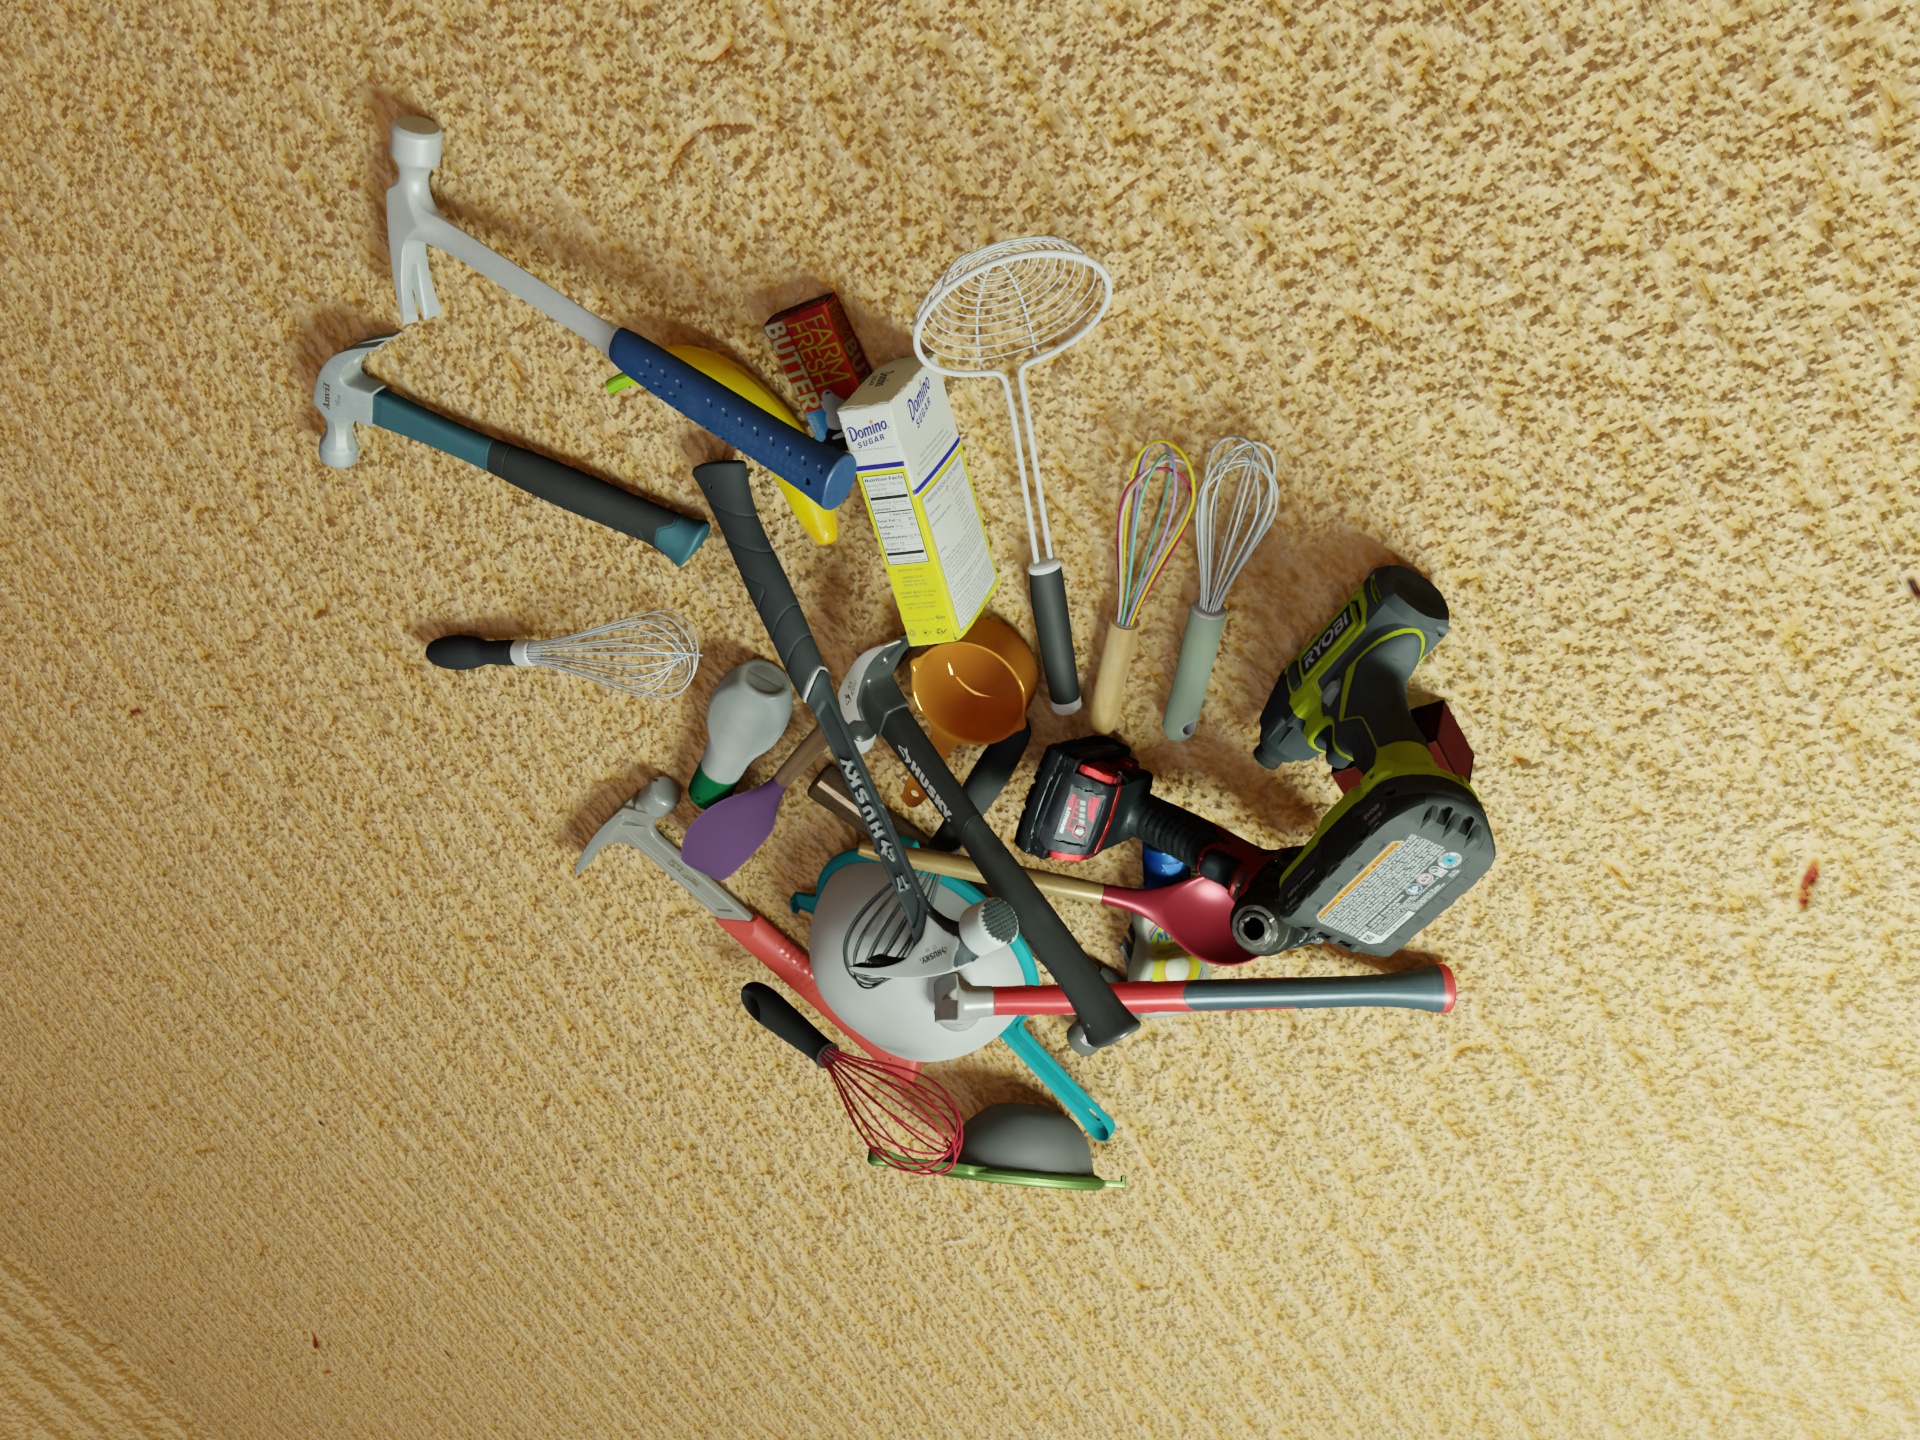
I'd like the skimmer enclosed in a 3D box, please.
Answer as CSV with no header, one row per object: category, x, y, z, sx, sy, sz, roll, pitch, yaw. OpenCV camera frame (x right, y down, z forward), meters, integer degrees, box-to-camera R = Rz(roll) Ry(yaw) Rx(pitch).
skimmer,0.053,-0.143,1.049,0.127,0.090,0.363,-15,123,-5

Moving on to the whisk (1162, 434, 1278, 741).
whisk,0.169,-0.082,1.076,0.059,0.058,0.246,44,141,36

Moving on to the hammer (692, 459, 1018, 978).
hammer,-0.097,-0.005,1.134,0.149,0.036,0.409,-32,79,43

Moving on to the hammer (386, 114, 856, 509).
hammer,-0.240,-0.254,1.076,0.406,0.035,0.144,34,132,16

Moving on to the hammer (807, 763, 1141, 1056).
hammer,0.016,0.144,1.298,0.331,0.031,0.130,37,129,-4

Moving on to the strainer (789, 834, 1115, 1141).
strainer,-0.005,0.256,1.313,0.340,0.095,0.211,47,140,-10

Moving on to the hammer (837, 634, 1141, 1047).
hammer,0.018,0.085,1.110,0.335,0.035,0.146,54,148,22

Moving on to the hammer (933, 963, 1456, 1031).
hammer,0.174,0.201,1.166,0.386,0.038,0.143,-1,167,-2

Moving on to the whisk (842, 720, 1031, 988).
whisk,-0.016,0.099,1.205,0.055,0.055,0.239,33,91,-1

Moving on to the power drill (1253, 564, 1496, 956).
power drill,0.248,0.029,1.001,0.080,0.223,0.171,23,129,-16

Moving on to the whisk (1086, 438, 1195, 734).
whisk,0.119,-0.083,1.093,0.047,0.051,0.244,18,131,9

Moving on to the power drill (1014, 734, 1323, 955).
power drill,0.154,0.092,1.090,0.227,0.188,0.080,24,104,23

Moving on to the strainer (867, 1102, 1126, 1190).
strainer,0.017,0.358,1.363,0.151,0.069,0.256,-7,160,42

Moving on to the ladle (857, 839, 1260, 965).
ladle,0.079,0.124,1.176,0.315,0.069,0.031,11,169,-2

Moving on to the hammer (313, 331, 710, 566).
hammer,-0.345,-0.196,1.217,0.331,0.033,0.128,24,129,6

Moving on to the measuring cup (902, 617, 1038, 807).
measuring cup,-0.002,-0.004,1.193,0.095,0.052,0.173,30,131,1

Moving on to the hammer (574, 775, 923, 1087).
hammer,-0.176,0.204,1.417,0.359,0.037,0.149,42,128,-8

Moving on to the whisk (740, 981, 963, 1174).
whisk,-0.098,0.286,1.311,0.296,0.073,0.073,26,137,45

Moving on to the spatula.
spatula,-0.131,0.031,1.270,0.059,0.018,0.316,31,124,-22

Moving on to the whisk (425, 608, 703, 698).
whisk,-0.329,-0.056,1.295,0.285,0.070,0.070,2,123,28
